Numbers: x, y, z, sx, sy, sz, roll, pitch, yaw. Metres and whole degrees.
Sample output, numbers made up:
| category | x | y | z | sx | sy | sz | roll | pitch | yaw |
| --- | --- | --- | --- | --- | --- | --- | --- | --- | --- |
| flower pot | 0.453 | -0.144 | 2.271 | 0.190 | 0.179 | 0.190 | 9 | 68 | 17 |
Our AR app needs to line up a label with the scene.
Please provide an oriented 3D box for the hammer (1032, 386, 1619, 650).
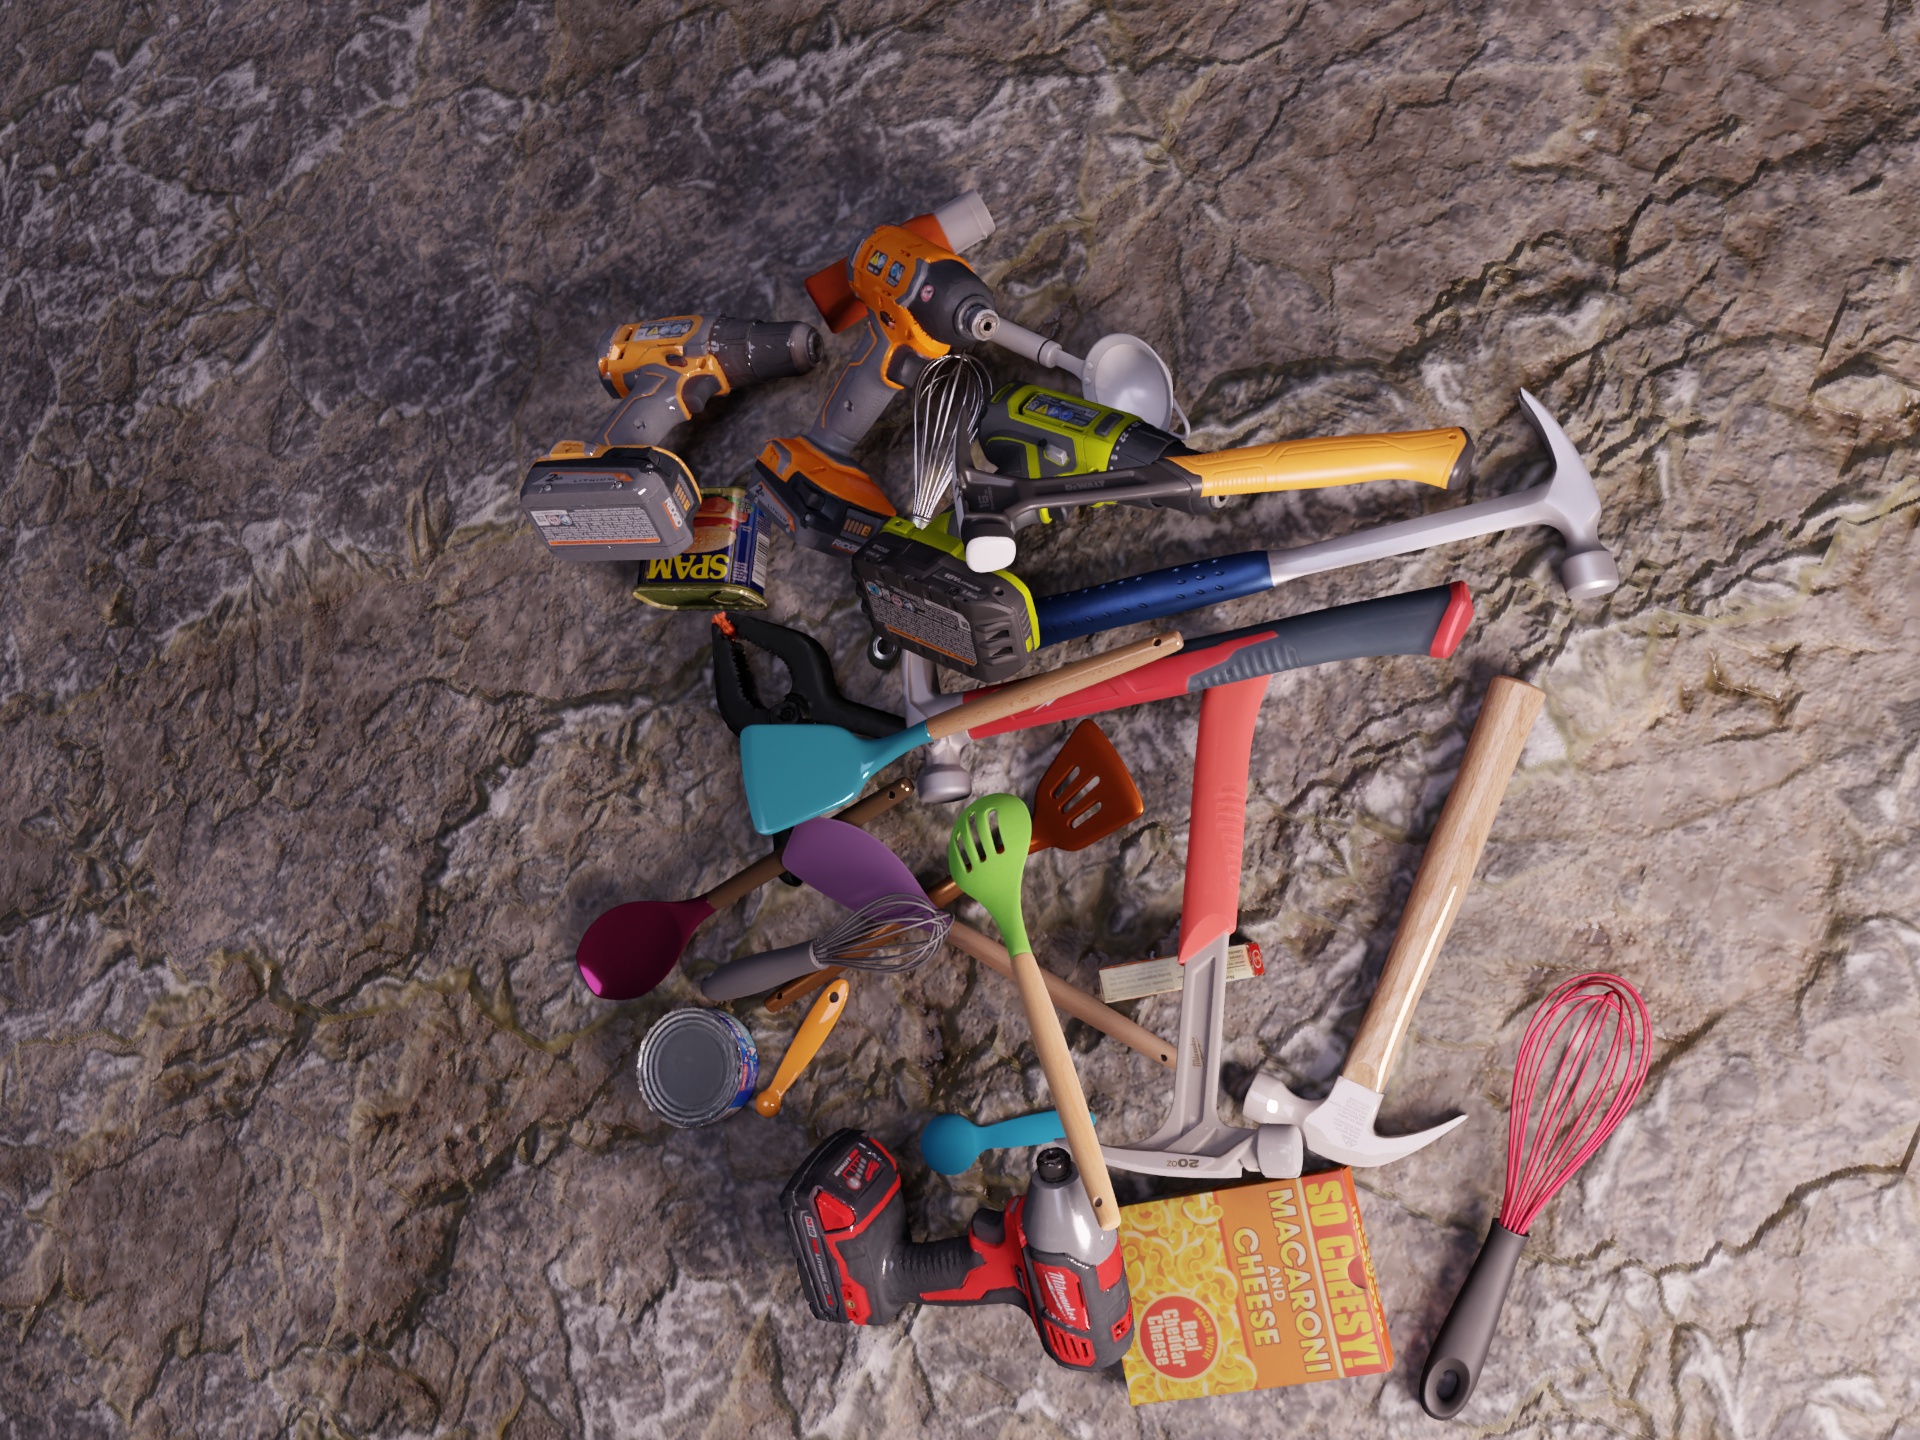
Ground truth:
| category | x | y | z | sx | sy | sz | roll | pitch | yaw |
| --- | --- | --- | --- | --- | --- | --- | --- | --- | --- |
| hammer | 0.223 | -0.113 | 1.093 | 0.405 | 0.035 | 0.144 | -12 | 77 | 16 |

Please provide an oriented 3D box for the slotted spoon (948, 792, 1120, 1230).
| category | x | y | z | sx | sy | sz | roll | pitch | yaw |
| --- | --- | --- | --- | --- | --- | --- | --- | --- | --- |
| slotted spoon | 0.048 | 0.173 | 1.016 | 0.070 | 0.031 | 0.314 | -34 | 52 | 21 |

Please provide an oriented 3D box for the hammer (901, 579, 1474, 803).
| category | x | y | z | sx | sy | sz | roll | pitch | yaw |
| --- | --- | --- | --- | --- | --- | --- | --- | --- | --- |
| hammer | 0.138 | -0.049 | 1.056 | 0.386 | 0.038 | 0.143 | -13 | 75 | 24 |

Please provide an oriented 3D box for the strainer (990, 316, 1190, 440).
| category | x | y | z | sx | sy | sz | roll | pitch | yaw |
| --- | --- | --- | --- | --- | --- | --- | --- | --- | --- |
| strainer | 0.074 | -0.268 | 1.170 | 0.259 | 0.050 | 0.086 | 31 | 135 | 26 |

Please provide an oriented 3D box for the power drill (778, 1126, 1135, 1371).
| category | x | y | z | sx | sy | sz | roll | pitch | yaw |
| --- | --- | --- | --- | --- | --- | --- | --- | --- | --- |
| power drill | 0.000 | 0.332 | 1.024 | 0.220 | 0.078 | 0.143 | -2 | 110 | 29 |

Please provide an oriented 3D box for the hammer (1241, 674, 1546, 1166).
| category | x | y | z | sx | sy | sz | roll | pitch | yaw |
| --- | --- | --- | --- | --- | --- | --- | --- | --- | --- |
| hammer | 0.303 | 0.129 | 1.025 | 0.130 | 0.031 | 0.331 | 22 | 88 | 21 |

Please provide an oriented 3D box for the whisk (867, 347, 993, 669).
| category | x | y | z | sx | sy | sz | roll | pitch | yaw |
| --- | --- | --- | --- | --- | --- | --- | --- | --- | --- |
| whisk | -0.028 | -0.157 | 1.183 | 0.058 | 0.059 | 0.246 | 15 | 90 | -3 |

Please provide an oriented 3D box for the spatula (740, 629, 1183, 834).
| category | x | y | z | sx | sy | sz | roll | pitch | yaw |
| --- | --- | --- | --- | --- | --- | --- | --- | --- | --- |
| spatula | -0.002 | -0.003 | 1.070 | 0.317 | 0.044 | 0.082 | -20 | 67 | 20 |

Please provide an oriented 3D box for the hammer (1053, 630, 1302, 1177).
| category | x | y | z | sx | sy | sz | roll | pitch | yaw |
| --- | --- | --- | --- | --- | --- | --- | --- | --- | --- |
| hammer | 0.153 | 0.110 | 1.029 | 0.149 | 0.036 | 0.359 | -2 | 65 | 22 |

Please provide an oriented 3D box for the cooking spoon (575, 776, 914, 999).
| category | x | y | z | sx | sy | sz | roll | pitch | yaw |
| --- | --- | --- | --- | --- | --- | --- | --- | --- | --- |
| cooking spoon | -0.162 | 0.121 | 1.168 | 0.319 | 0.017 | 0.069 | -31 | 84 | 21 |

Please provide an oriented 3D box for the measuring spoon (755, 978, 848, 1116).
| category | x | y | z | sx | sy | sz | roll | pitch | yaw |
| --- | --- | --- | --- | --- | --- | --- | --- | --- | --- |
| measuring spoon | -0.116 | 0.238 | 1.157 | 0.021 | 0.011 | 0.117 | 33 | 92 | 21 |

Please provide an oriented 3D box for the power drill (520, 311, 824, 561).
| category | x | y | z | sx | sy | sz | roll | pitch | yaw |
| --- | --- | --- | --- | --- | --- | --- | --- | --- | --- |
| power drill | -0.213 | -0.226 | 1.203 | 0.185 | 0.084 | 0.226 | 1 | 51 | 20 |

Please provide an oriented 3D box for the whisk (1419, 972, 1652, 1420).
| category | x | y | z | sx | sy | sz | roll | pitch | yaw |
| --- | --- | --- | --- | --- | --- | --- | --- | --- | --- |
| whisk | 0.344 | 0.292 | 0.971 | 0.073 | 0.073 | 0.296 | 23 | 94 | 21 |

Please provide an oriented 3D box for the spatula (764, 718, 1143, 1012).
| category | x | y | z | sx | sy | sz | roll | pitch | yaw |
| --- | --- | --- | --- | --- | --- | --- | --- | --- | --- |
| spatula | -0.014 | 0.119 | 1.129 | 0.322 | 0.041 | 0.081 | -34 | 66 | 11 |

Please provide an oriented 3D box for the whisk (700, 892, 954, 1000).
| category | x | y | z | sx | sy | sz | roll | pitch | yaw |
| --- | --- | --- | --- | --- | --- | --- | --- | --- | --- |
| whisk | -0.100 | 0.167 | 1.120 | 0.239 | 0.055 | 0.055 | -21 | 73 | 35 |

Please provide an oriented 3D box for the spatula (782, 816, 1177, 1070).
| category | x | y | z | sx | sy | sz | roll | pitch | yaw |
| --- | --- | --- | --- | --- | --- | --- | --- | --- | --- |
| spatula | 0.015 | 0.155 | 1.099 | 0.316 | 0.018 | 0.059 | 29 | 111 | 12 |

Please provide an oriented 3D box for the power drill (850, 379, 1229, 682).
| category | x | y | z | sx | sy | sz | roll | pitch | yaw |
| --- | --- | --- | --- | --- | --- | --- | --- | --- | --- |
| power drill | 0.054 | -0.134 | 1.079 | 0.191 | 0.080 | 0.228 | 24 | 58 | 31 |

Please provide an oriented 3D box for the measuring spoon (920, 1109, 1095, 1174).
| category | x | y | z | sx | sy | sz | roll | pitch | yaw |
| --- | --- | --- | --- | --- | --- | --- | --- | --- | --- |
| measuring spoon | 0.030 | 0.285 | 1.094 | 0.128 | 0.021 | 0.042 | -15 | 76 | 17 |

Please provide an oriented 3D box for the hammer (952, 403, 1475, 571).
| category | x | y | z | sx | sy | sz | roll | pitch | yaw |
| --- | --- | --- | --- | --- | --- | --- | --- | --- | --- |
| hammer | 0.162 | -0.164 | 1.029 | 0.337 | 0.034 | 0.127 | -5 | 52 | -3 |

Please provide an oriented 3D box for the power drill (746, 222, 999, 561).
| category | x | y | z | sx | sy | sz | roll | pitch | yaw |
| --- | --- | --- | --- | --- | --- | --- | --- | --- | --- |
| power drill | -0.057 | -0.230 | 1.137 | 0.164 | 0.084 | 0.226 | 43 | 112 | 48 |
